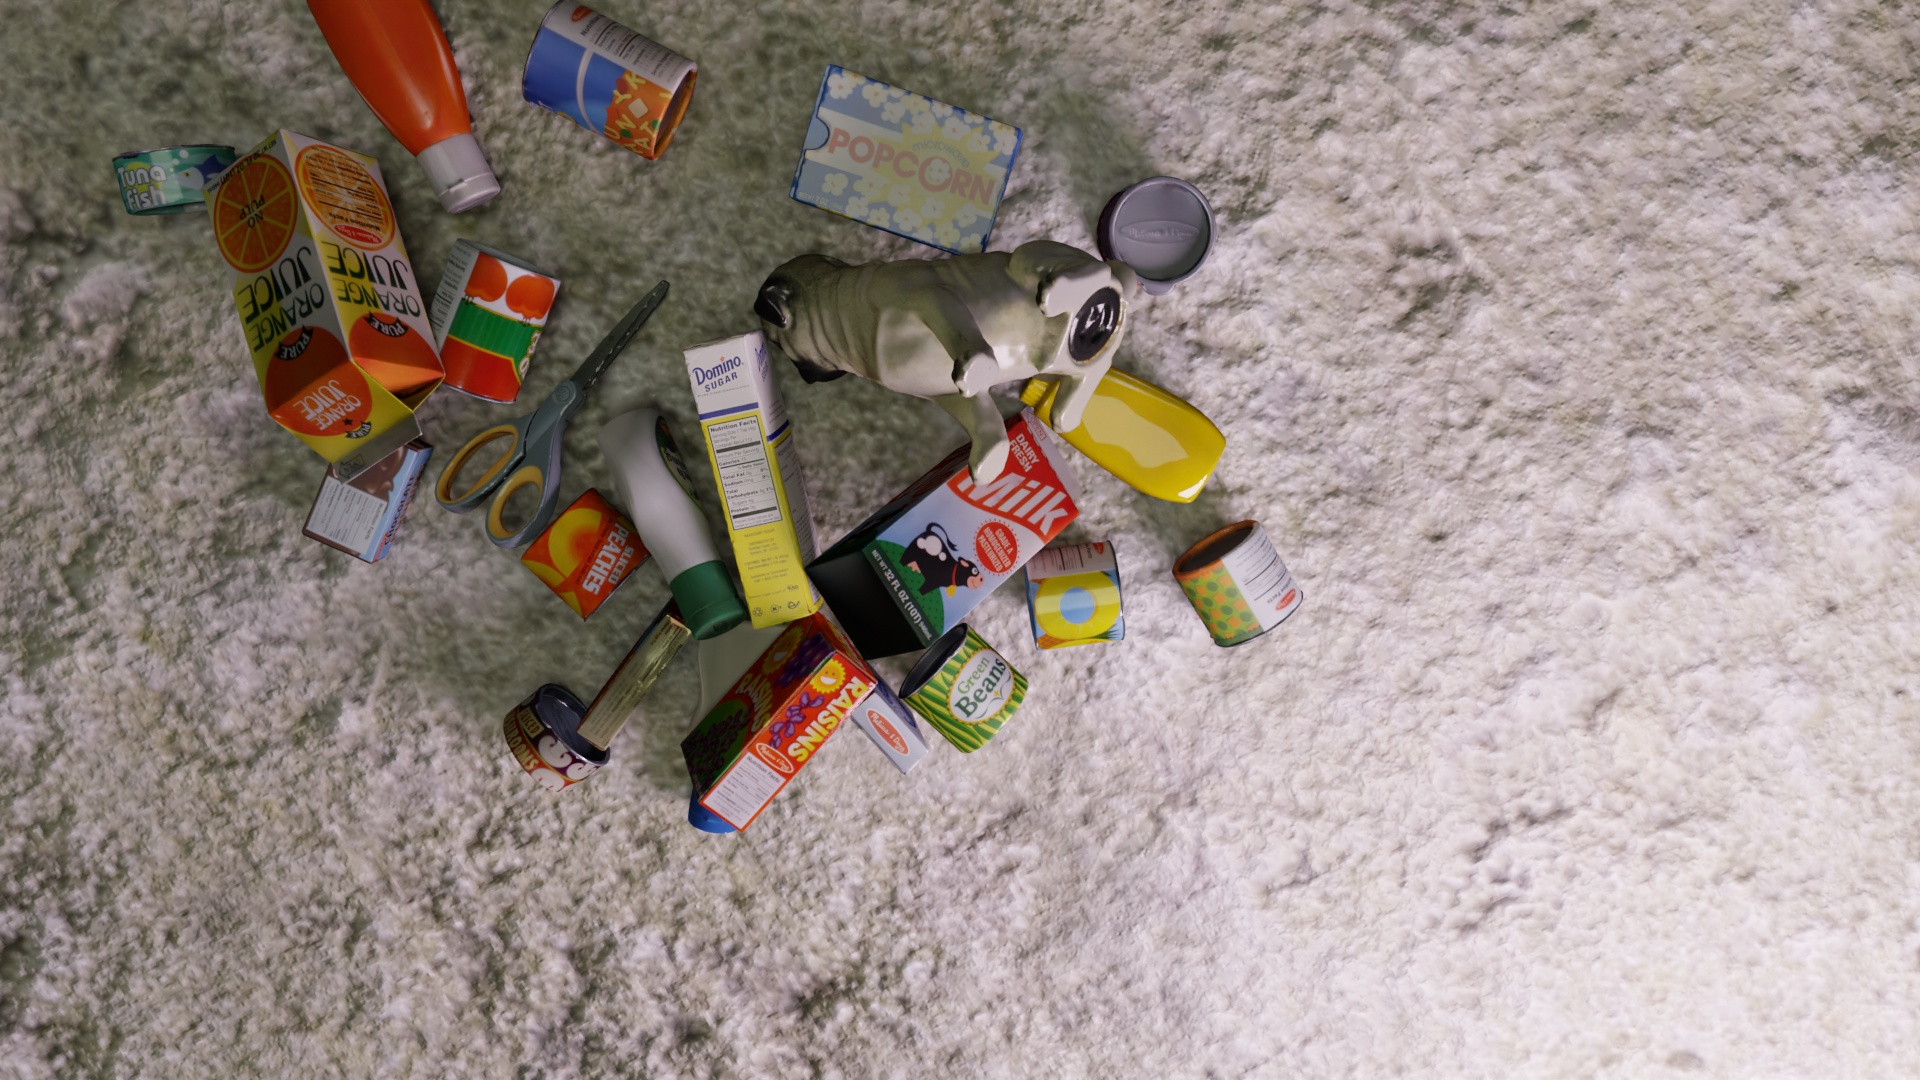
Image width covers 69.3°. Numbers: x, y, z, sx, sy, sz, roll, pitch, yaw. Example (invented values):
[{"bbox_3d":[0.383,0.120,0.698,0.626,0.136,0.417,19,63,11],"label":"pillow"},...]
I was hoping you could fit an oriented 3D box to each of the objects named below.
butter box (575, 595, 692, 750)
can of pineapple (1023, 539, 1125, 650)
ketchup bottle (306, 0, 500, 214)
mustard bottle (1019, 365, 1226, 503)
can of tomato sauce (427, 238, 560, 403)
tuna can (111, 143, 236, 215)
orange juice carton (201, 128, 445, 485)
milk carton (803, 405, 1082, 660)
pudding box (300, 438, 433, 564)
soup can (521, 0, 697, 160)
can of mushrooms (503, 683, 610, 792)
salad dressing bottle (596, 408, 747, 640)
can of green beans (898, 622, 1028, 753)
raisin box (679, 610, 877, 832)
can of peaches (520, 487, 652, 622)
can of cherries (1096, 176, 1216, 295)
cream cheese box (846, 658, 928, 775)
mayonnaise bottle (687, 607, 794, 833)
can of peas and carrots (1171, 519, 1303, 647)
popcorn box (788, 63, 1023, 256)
[{"bbox_3d":[-0.209,0.085,0.907,0.024,0.053,0.103,37,98,-11],"label":"butter box"},{"bbox_3d":[0.073,0.038,0.903,0.058,0.071,0.071,-8,101,0],"label":"can of pineapple"},{"bbox_3d":[-0.332,-0.274,0.843,0.065,0.043,0.148,-25,100,3],"label":"ketchup bottle"},{"bbox_3d":[0.090,-0.084,0.891,0.160,0.049,0.065,30,96,-6],"label":"mustard bottle"},{"bbox_3d":[-0.291,-0.135,0.859,0.071,0.071,0.083,23,98,-6],"label":"can of tomato sauce"},{"bbox_3d":[-0.470,-0.216,0.834,0.071,0.071,0.032,-9,102,0],"label":"tuna can"},{"bbox_3d":[-0.366,-0.134,0.812,0.071,0.073,0.193,-25,79,22],"label":"orange juice carton"},{"bbox_3d":[0.003,-0.011,0.863,0.191,0.073,0.072,-39,102,-34],"label":"milk carton"},{"bbox_3d":[-0.380,-0.033,0.891,0.050,0.030,0.083,25,98,-5],"label":"pudding box"},{"bbox_3d":[-0.211,-0.275,0.838,0.084,0.071,0.071,26,98,-7],"label":"soup can"},{"bbox_3d":[-0.264,0.128,0.904,0.033,0.071,0.071,-37,100,6],"label":"can of mushrooms"},{"bbox_3d":[-0.179,-0.010,0.867,0.044,0.064,0.148,-26,75,-4],"label":"salad dressing bottle"},{"bbox_3d":[0.002,0.097,0.911,0.058,0.071,0.071,43,96,-9],"label":"can of green beans"},{"bbox_3d":[-0.115,0.107,0.859,0.123,0.086,0.040,-47,113,-1],"label":"raisin box"},{"bbox_3d":[-0.236,0.008,0.884,0.071,0.071,0.058,-44,98,6],"label":"can of peaches"},{"bbox_3d":[0.120,-0.190,0.869,0.071,0.058,0.071,-1,100,-3],"label":"can of cherries"},{"bbox_3d":[-0.051,0.112,0.893,0.024,0.104,0.053,-41,101,-2],"label":"cream cheese box"},{"bbox_3d":[-0.151,0.119,0.922,0.065,0.041,0.147,11,101,-9],"label":"mayonnaise bottle"},{"bbox_3d":[0.179,0.028,0.908,0.071,0.071,0.058,-32,100,4],"label":"can of peas and carrots"},{"bbox_3d":[-0.033,-0.233,0.865,0.127,0.038,0.085,17,100,-5],"label":"popcorn box"}]
